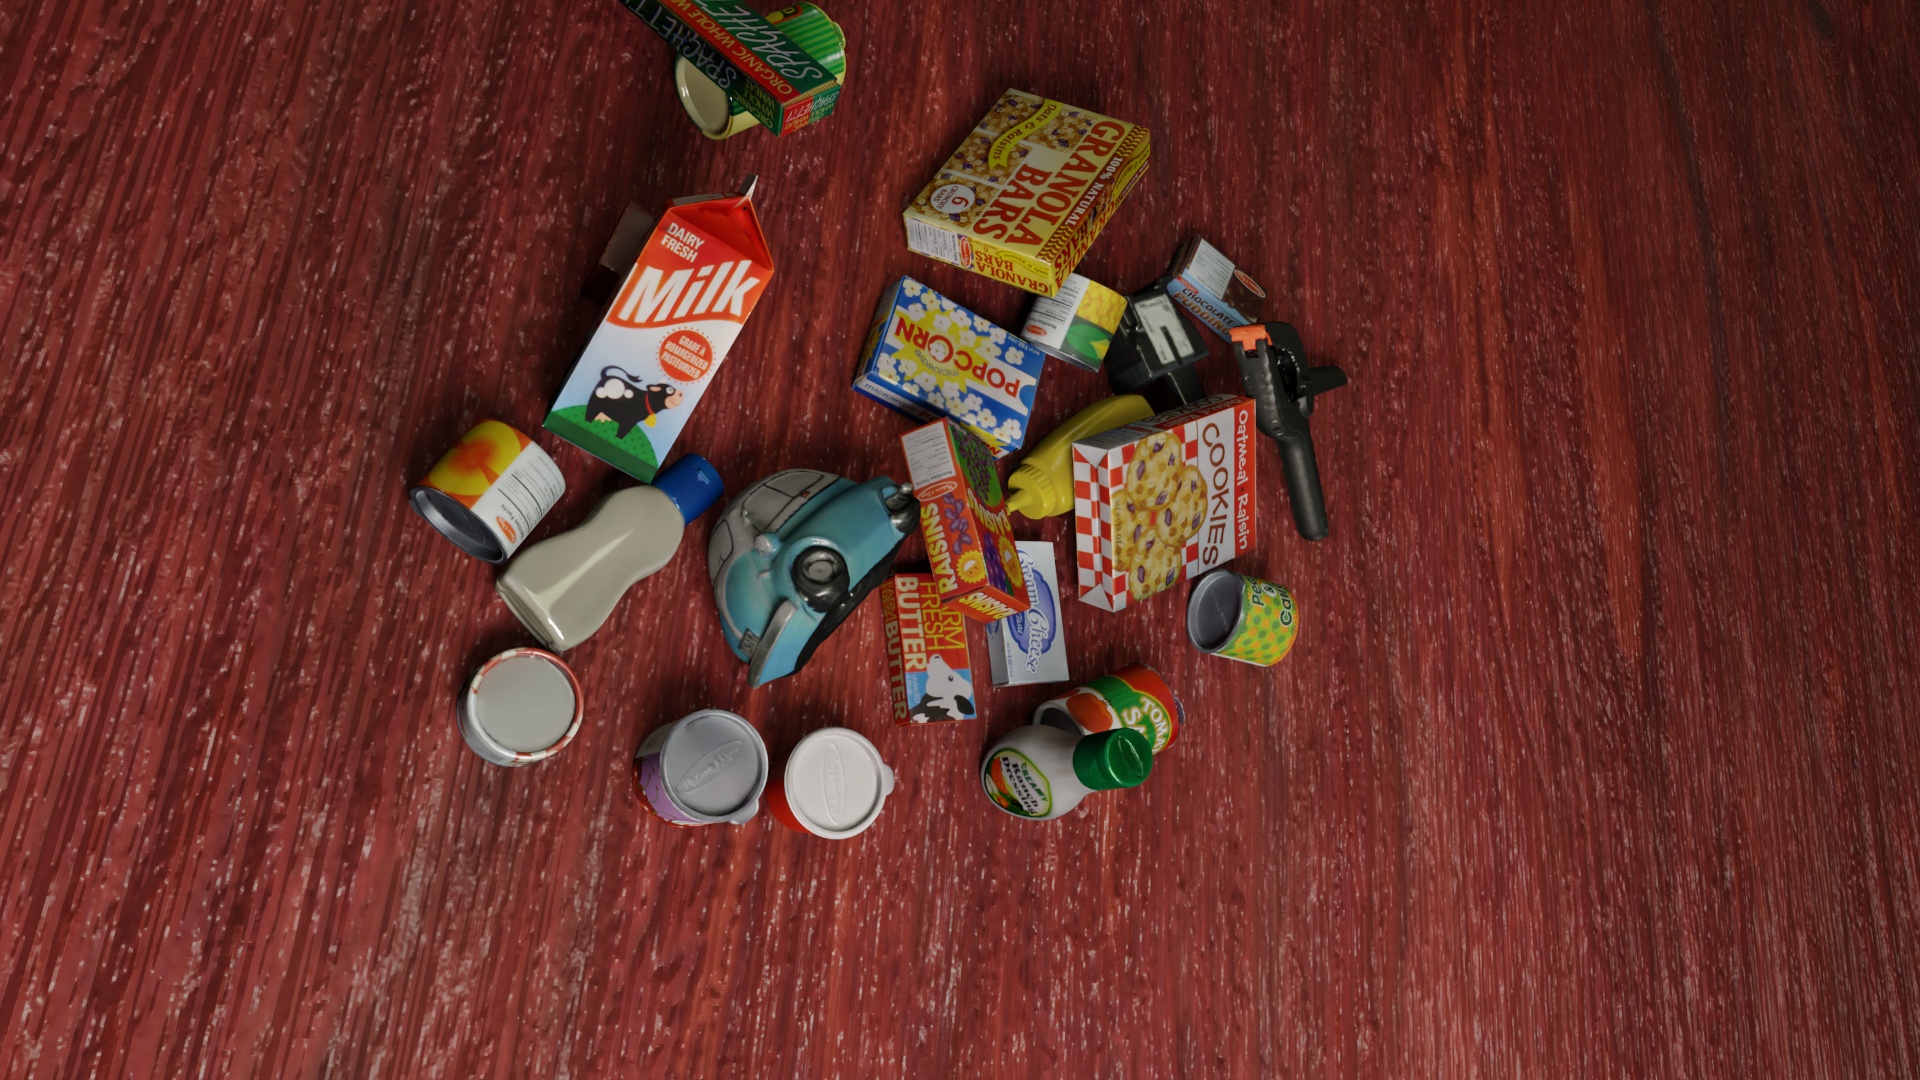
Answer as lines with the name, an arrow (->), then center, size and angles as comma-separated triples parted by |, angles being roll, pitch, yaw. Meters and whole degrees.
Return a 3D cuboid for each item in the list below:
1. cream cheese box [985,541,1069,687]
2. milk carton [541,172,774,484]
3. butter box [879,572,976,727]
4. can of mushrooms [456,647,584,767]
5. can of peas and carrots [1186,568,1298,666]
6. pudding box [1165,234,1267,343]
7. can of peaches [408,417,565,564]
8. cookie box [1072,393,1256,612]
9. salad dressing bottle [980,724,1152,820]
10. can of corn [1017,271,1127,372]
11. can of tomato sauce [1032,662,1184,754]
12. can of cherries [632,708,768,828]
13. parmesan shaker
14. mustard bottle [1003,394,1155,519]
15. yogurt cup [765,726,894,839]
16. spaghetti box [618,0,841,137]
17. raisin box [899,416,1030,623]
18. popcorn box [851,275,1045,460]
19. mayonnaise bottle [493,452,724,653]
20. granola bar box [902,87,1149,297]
cream cheese box -> 0.045, 0.052, 0.994 | 0.053, 0.024, 0.104 | 1, 76, -31
milk carton -> -0.173, -0.138, 0.839 | 0.073, 0.072, 0.190 | 30, 97, -20
butter box -> -0.022, 0.074, 0.948 | 0.053, 0.024, 0.103 | 0, 76, -31
can of mushrooms -> -0.252, 0.095, 0.804 | 0.071, 0.033, 0.071 | 9, 71, -27
can of peas and carrots -> 0.217, 0.058, 1.064 | 0.059, 0.070, 0.071 | 15, 69, -27
pudding box -> 0.213, -0.210, 1.164 | 0.083, 0.030, 0.050 | 34, 61, -18
can of peaches -> -0.276, -0.030, 0.808 | 0.071, 0.071, 0.058 | 41, 60, -14
cookie box -> 0.155, -0.032, 1.036 | 0.168, 0.040, 0.122 | -20, 115, -38
salad dressing bottle -> 0.068, 0.148, 0.905 | 0.044, 0.147, 0.064 | -27, 90, -33
can of corn -> 0.086, -0.165, 1.046 | 0.071, 0.071, 0.058 | 22, 94, -23
can of tomato sauce -> 0.104, 0.131, 0.977 | 0.083, 0.071, 0.071 | -19, 86, -32
can of cherries -> -0.156, 0.140, 0.832 | 0.071, 0.058, 0.071 | 9, 71, -29
parmesan shaker -> -0.139, -0.330, 0.970 | 0.103, 0.071, 0.071 | -35, 95, -33
mustard bottle -> 0.082, -0.055, 1.031 | 0.161, 0.048, 0.065 | -31, 102, -32
yogurt cup -> -0.087, 0.153, 0.869 | 0.072, 0.053, 0.072 | 9, 72, -28
spaghetti box -> -0.181, -0.353, 0.918 | 0.250, 0.028, 0.050 | 43, 57, 17
raisin box -> 0.003, -0.012, 0.944 | 0.086, 0.040, 0.123 | 32, 41, -65
popcorn box -> -0.008, -0.123, 1.006 | 0.126, 0.038, 0.085 | 26, 63, -21
mayonnaise bottle -> -0.209, 0.002, 0.852 | 0.149, 0.041, 0.064 | -44, 102, -33
granola bar box -> 0.052, -0.263, 1.043 | 0.124, 0.038, 0.166 | 23, 58, 20
